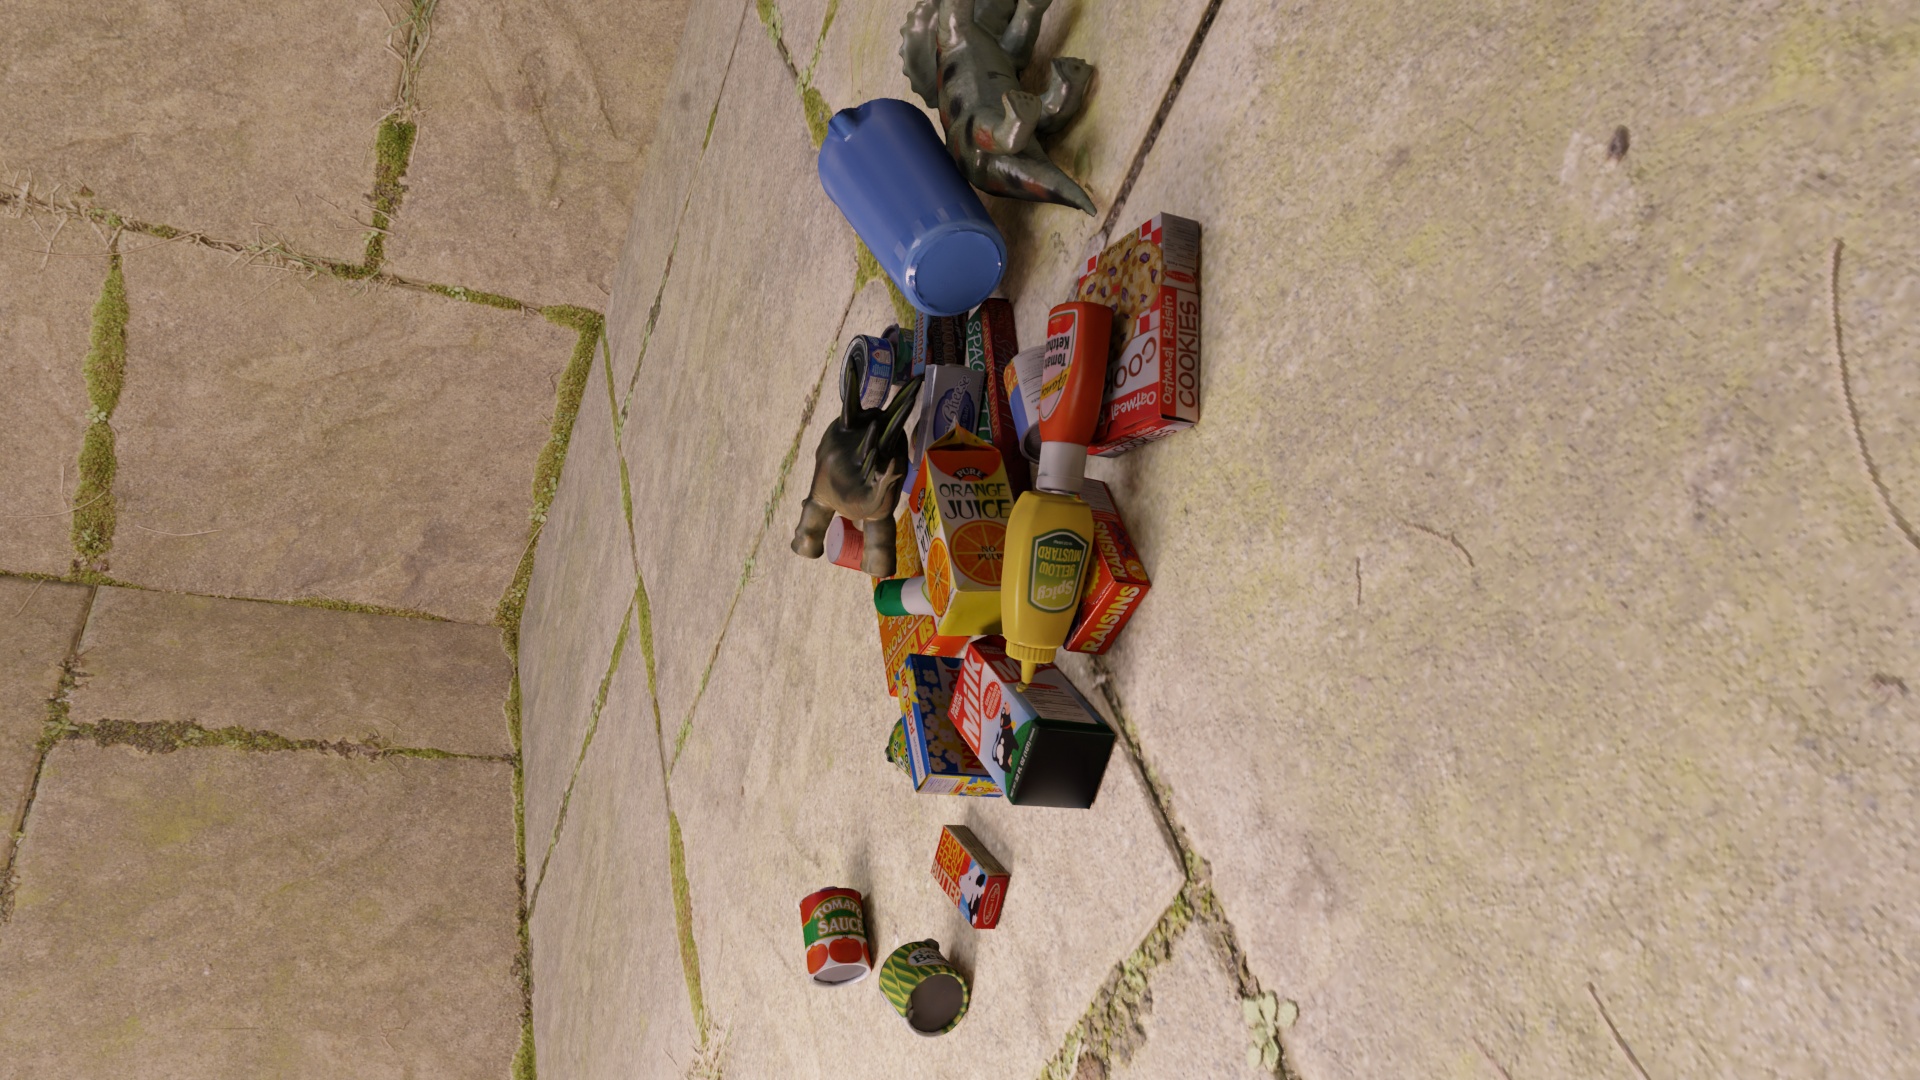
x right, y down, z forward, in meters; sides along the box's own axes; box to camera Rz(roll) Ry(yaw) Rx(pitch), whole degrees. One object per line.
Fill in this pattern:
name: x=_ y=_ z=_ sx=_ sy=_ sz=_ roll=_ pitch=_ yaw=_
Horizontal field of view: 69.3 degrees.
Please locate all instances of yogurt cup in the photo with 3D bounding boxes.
yogurt cup: x=-0.118 y=0.002 z=1.569 sx=0.072 sy=0.054 sz=0.072 roll=-29 pitch=58 yaw=59

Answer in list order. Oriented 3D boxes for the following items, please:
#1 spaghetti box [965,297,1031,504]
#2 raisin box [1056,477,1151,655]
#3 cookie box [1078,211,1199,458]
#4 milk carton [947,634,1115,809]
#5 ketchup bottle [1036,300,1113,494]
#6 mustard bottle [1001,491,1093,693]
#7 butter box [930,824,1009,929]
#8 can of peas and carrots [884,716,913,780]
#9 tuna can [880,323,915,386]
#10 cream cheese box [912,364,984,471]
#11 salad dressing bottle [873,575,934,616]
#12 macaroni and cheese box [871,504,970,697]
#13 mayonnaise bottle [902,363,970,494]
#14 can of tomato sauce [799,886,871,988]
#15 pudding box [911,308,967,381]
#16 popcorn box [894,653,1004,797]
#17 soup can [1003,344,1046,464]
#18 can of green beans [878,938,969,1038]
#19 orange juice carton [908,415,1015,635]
spaghetti box: x=0.036 y=-0.118 z=1.320 sx=0.050 sy=0.029 sz=0.251 roll=-45 pitch=43 yaw=52
raisin box: x=0.102 y=0.019 z=1.129 sx=0.085 sy=0.040 sz=0.124 roll=-60 pitch=34 yaw=36
cookie box: x=0.139 y=-0.160 z=1.109 sx=0.122 sy=0.040 sz=0.167 roll=-21 pitch=63 yaw=61
milk carton: x=0.048 y=0.143 z=1.159 sx=0.191 sy=0.073 sz=0.072 roll=48 pitch=125 yaw=59
ketchup bottle: x=0.088 y=-0.112 z=1.100 sx=0.064 sy=0.043 sz=0.149 roll=178 pitch=100 yaw=-65
mustard bottle: x=0.063 y=0.044 z=1.085 sx=0.049 sy=0.065 sz=0.160 roll=-152 pitch=68 yaw=-68
butter box: x=0.008 y=0.300 z=1.247 sx=0.103 sy=0.024 sz=0.053 roll=33 pitch=111 yaw=62
can of peas and carrots: x=-0.029 y=0.198 z=1.303 sx=0.059 sy=0.071 sz=0.071 roll=27 pitch=106 yaw=63
tuna can: x=-0.068 y=-0.209 z=1.560 sx=0.071 sy=0.033 sz=0.071 roll=-30 pitch=55 yaw=58
cream cheese box: x=-0.012 y=-0.113 z=1.320 sx=0.024 sy=0.053 sz=0.103 roll=-160 pitch=77 yaw=-66
salad dressing bottle: x=-0.018 y=0.050 z=1.302 sx=0.147 sy=0.044 sz=0.064 roll=-7 pitch=62 yaw=41
macaroni and cheese box: x=-0.045 y=0.059 z=1.416 sx=0.123 sy=0.040 sz=0.167 roll=-54 pitch=36 yaw=44
mayonnaise bottle: x=-0.025 y=-0.109 z=1.428 sx=0.147 sy=0.041 sz=0.065 roll=-59 pitch=32 yaw=38
can of tomato sauce: x=-0.130 y=0.412 z=1.444 sx=0.070 sy=0.071 sz=0.083 roll=-56 pitch=36 yaw=42
pudding box: x=-0.022 y=-0.206 z=1.446 sx=0.030 sy=0.050 sz=0.084 roll=-15 pitch=68 yaw=61
popcorn box: x=-0.006 y=0.166 z=1.248 sx=0.038 sy=0.085 sz=0.127 roll=-57 pitch=35 yaw=42
soup can: x=0.076 y=-0.115 z=1.197 sx=0.071 sy=0.071 sz=0.084 roll=-55 pitch=35 yaw=42
can of green beans: x=-0.033 y=0.403 z=1.248 sx=0.058 sy=0.071 sz=0.071 roll=21 pitch=101 yaw=63
orange juice carton: x=0.004 y=-0.015 z=1.224 sx=0.071 sy=0.073 sz=0.193 roll=112 pitch=152 yaw=-50
